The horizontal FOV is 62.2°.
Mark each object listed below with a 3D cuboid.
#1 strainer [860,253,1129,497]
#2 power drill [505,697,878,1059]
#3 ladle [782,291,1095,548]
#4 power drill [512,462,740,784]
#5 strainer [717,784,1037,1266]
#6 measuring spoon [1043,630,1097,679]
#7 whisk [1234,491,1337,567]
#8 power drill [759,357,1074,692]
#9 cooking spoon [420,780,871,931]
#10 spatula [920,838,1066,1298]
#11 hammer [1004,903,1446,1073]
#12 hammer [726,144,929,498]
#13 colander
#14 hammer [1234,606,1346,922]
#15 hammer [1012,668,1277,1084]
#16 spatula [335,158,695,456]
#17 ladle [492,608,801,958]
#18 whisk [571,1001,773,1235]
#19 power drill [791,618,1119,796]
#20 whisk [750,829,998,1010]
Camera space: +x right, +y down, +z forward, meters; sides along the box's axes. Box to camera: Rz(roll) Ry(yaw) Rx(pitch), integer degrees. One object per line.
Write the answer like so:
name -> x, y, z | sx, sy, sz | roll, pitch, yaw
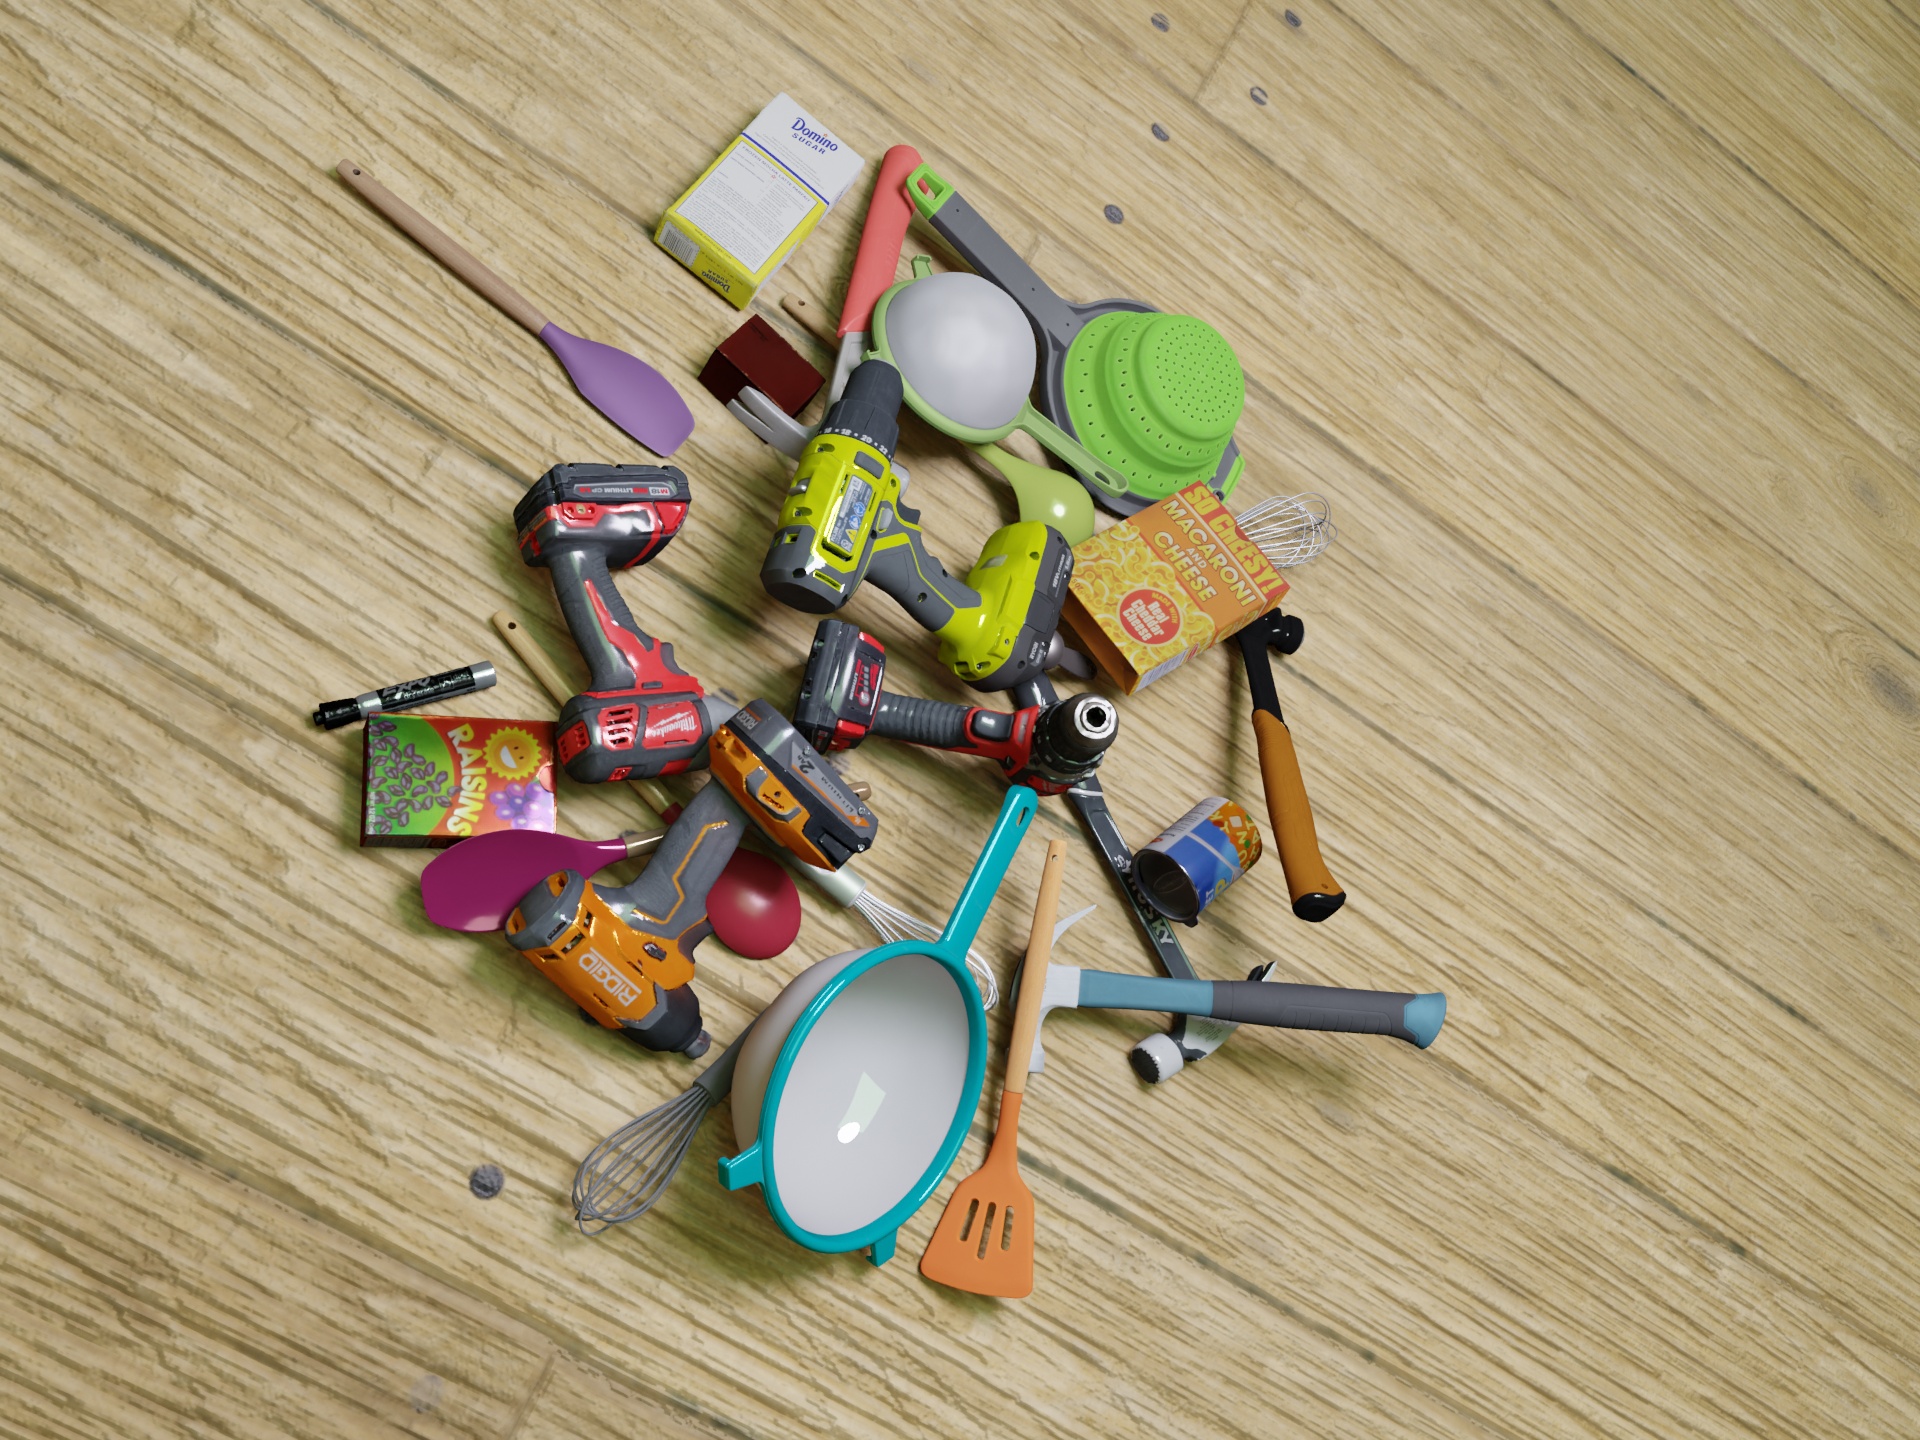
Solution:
strainer -> 0.050, -0.270, 1.271 | 0.256, 0.069, 0.152 | 35, 49, -17
power drill -> -0.166, 0.114, 1.065 | 0.226, 0.084, 0.164 | -44, 116, -7
ladle -> -0.020, -0.245, 1.318 | 0.320, 0.062, 0.078 | 37, 58, -2
power drill -> -0.226, -0.066, 1.119 | 0.143, 0.078, 0.220 | -5, 74, -39
strainer -> -0.054, 0.186, 1.089 | 0.210, 0.095, 0.340 | 47, 64, -45
measuring spoon -> 0.091, -0.050, 1.270 | 0.124, 0.018, 0.034 | 18, 68, -63
whisk -> 0.208, -0.147, 1.378 | 0.284, 0.070, 0.070 | -15, 80, -24
power drill -> -0.026, -0.138, 1.175 | 0.228, 0.080, 0.191 | 30, 69, -34
cooking spoon -> -0.207, 0.082, 1.093 | 0.319, 0.017, 0.068 | -13, 108, -26
spatula -> 0.042, 0.244, 1.147 | 0.081, 0.041, 0.323 | 9, 81, 12
hammer -> 0.202, 0.213, 1.200 | 0.331, 0.033, 0.128 | 5, 79, -3
hammer -> -0.083, -0.342, 1.276 | 0.149, 0.036, 0.359 | 29, 52, -27
colander -> 0.118, -0.335, 1.349 | 0.397, 0.094, 0.204 | 43, 60, -15
hammer -> 0.247, 0.018, 1.278 | 0.127, 0.034, 0.337 | 16, 42, -19
hammer -> 0.114, 0.074, 1.271 | 0.149, 0.036, 0.409 | -24, 84, -31
spatula -> -0.333, -0.314, 1.199 | 0.315, 0.018, 0.060 | 38, 61, -11
ladle -> -0.224, 0.042, 1.129 | 0.315, 0.031, 0.069 | 49, 61, -2
whisk -> -0.170, 0.254, 1.074 | 0.055, 0.055, 0.239 | 50, 55, -3
power drill -> -0.002, -0.004, 1.142 | 0.226, 0.188, 0.080 | 14, 77, -7
whisk -> -0.070, 0.132, 1.159 | 0.246, 0.059, 0.058 | 39, 51, -3
